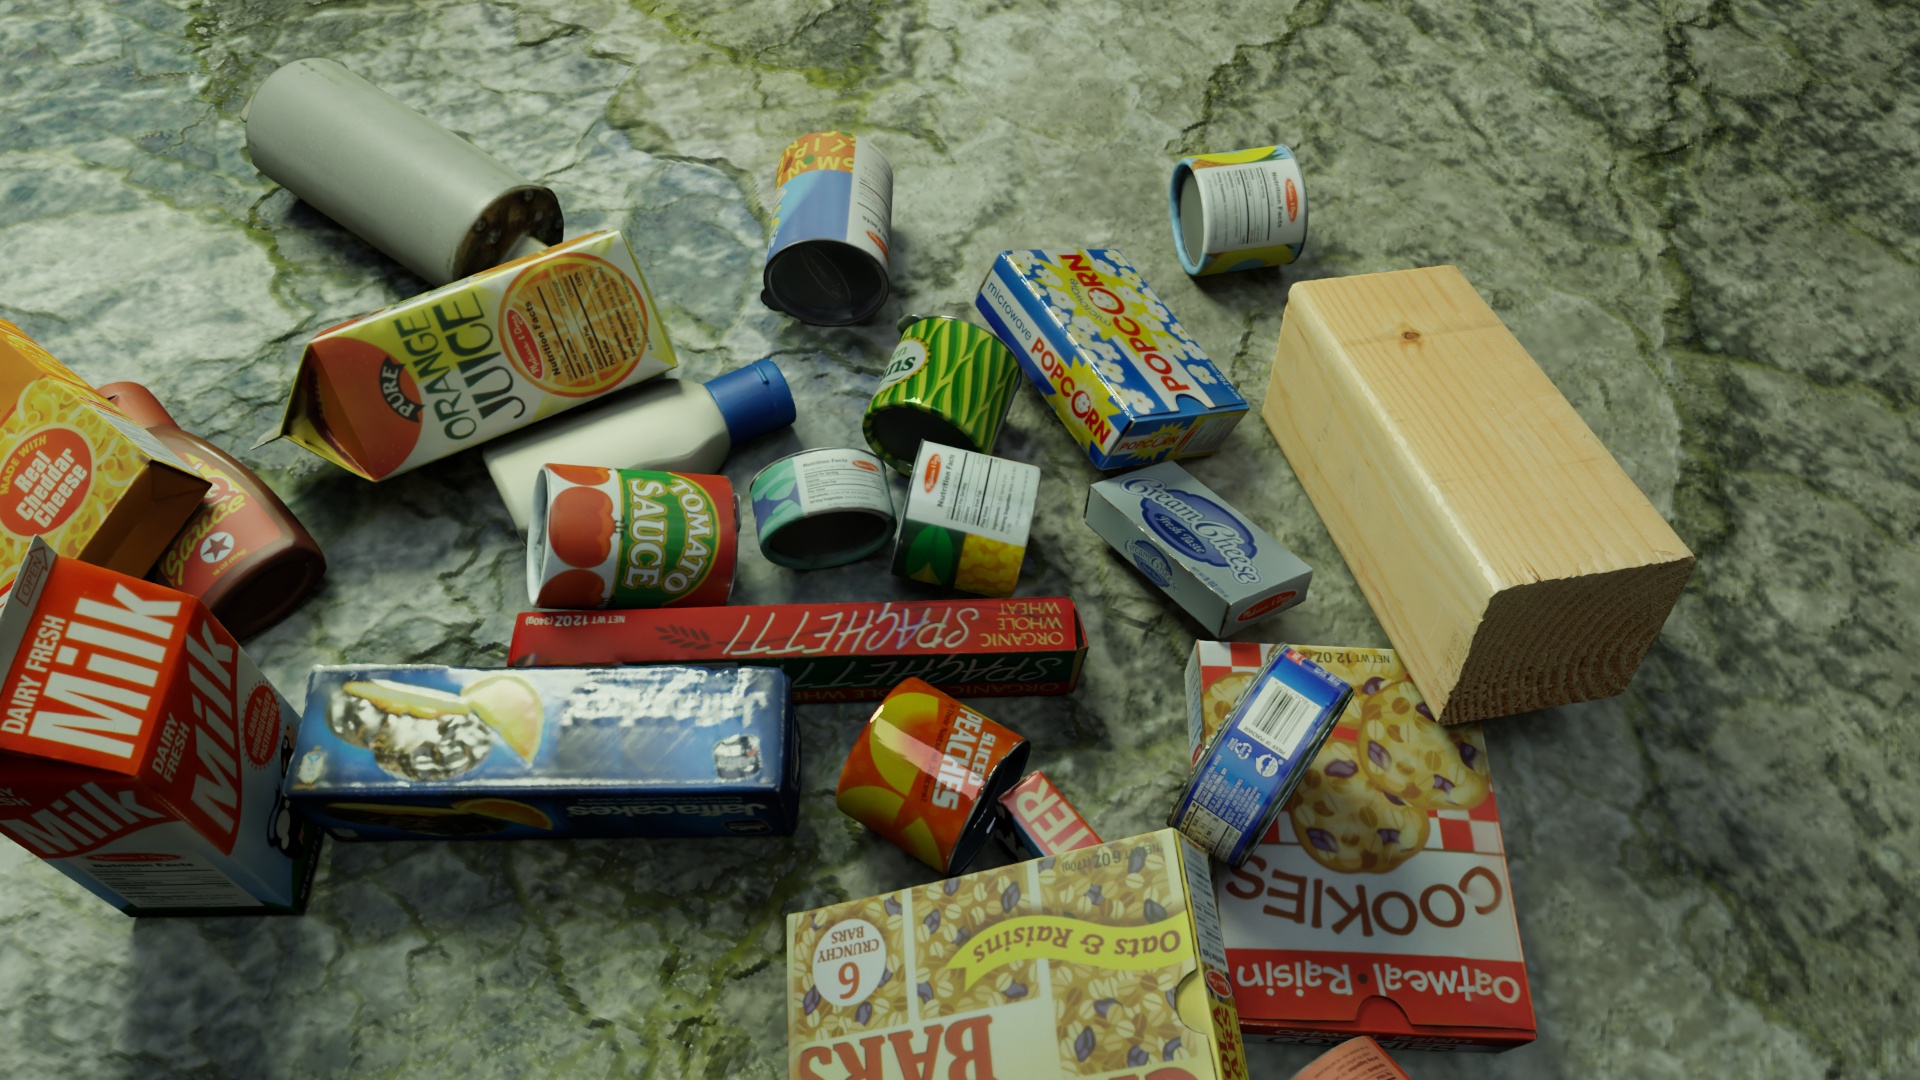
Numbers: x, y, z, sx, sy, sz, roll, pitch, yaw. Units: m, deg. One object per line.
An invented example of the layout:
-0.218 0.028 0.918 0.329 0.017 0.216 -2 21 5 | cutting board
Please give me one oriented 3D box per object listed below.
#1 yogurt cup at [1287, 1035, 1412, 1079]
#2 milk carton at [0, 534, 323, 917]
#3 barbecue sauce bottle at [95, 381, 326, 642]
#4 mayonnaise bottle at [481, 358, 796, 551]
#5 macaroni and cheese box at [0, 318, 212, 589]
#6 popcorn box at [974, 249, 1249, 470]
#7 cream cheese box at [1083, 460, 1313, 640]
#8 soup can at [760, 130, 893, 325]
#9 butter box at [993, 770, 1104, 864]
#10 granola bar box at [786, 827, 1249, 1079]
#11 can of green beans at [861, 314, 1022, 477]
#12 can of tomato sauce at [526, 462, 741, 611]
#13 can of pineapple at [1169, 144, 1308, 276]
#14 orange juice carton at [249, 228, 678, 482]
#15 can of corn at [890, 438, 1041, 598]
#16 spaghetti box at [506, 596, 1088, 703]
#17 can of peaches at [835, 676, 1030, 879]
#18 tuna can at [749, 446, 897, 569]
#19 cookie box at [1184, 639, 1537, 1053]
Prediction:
0.147 0.223 0.516 0.072 0.072 0.054 -25 54 -16 | yogurt cup
-0.307 0.077 0.517 0.073 0.189 0.072 0 58 -2 | milk carton
-0.369 -0.019 0.663 0.065 0.043 0.149 -42 67 -14 | barbecue sauce bottle
-0.155 -0.047 0.690 0.148 0.041 0.065 -25 62 -18 | mayonnaise bottle
-0.442 -0.021 0.637 0.167 0.040 0.124 32 84 21 | macaroni and cheese box
0.076 -0.096 0.711 0.085 0.038 0.127 -9 54 -38 | popcorn box
0.110 0.002 0.655 0.053 0.024 0.104 -18 42 -28 | cream cheese box
-0.073 -0.169 0.755 0.071 0.071 0.084 1 57 -1 | soup can
0.054 0.146 0.566 0.024 0.053 0.104 -34 64 -18 | butter box
0.017 0.185 0.505 0.165 0.039 0.125 -18 58 19 | granola bar box
-0.009 -0.069 0.693 0.071 0.071 0.058 17 59 9 | can of green beans
-0.148 0.000 0.628 0.083 0.070 0.071 4 55 -24 | can of tomato sauce
0.153 -0.183 0.772 0.058 0.070 0.071 -9 59 -7 | can of pineapple
-0.244 -0.085 0.674 0.193 0.072 0.072 -24 19 -14 | orange juice carton
0.002 -0.008 0.655 0.058 0.070 0.071 13 58 -1 | can of corn
-0.070 0.052 0.624 0.250 0.050 0.029 -2 59 -3 | spaghetti box
-0.011 0.098 0.584 0.058 0.071 0.071 28 61 16 | can of peaches
-0.066 -0.013 0.657 0.071 0.070 0.033 -10 66 -8 | tuna can
0.163 0.126 0.590 0.123 0.040 0.168 3 58 0 | cookie box
